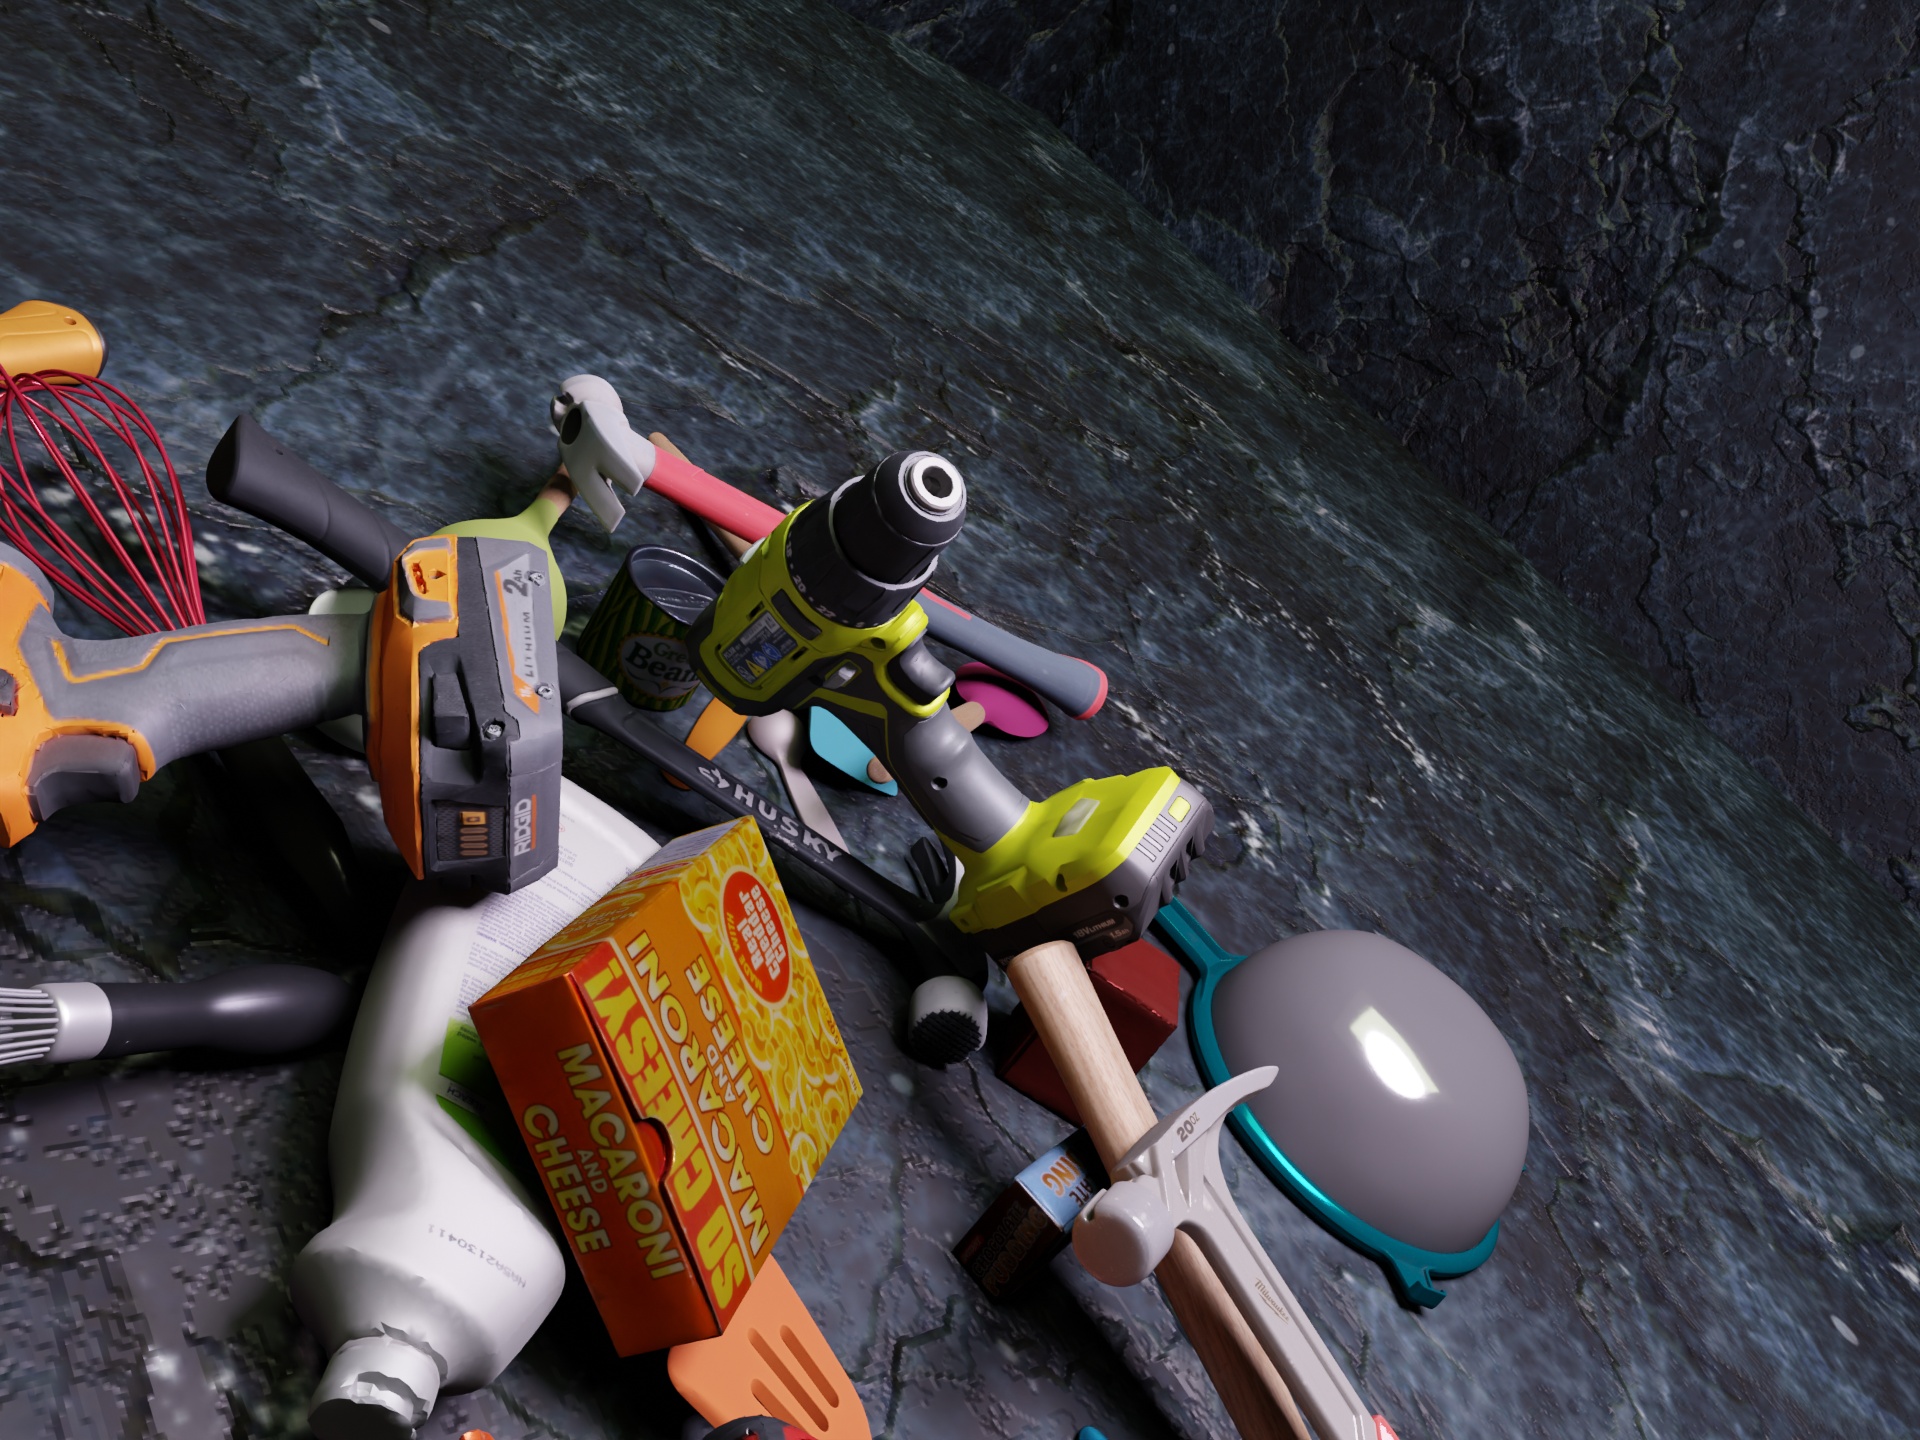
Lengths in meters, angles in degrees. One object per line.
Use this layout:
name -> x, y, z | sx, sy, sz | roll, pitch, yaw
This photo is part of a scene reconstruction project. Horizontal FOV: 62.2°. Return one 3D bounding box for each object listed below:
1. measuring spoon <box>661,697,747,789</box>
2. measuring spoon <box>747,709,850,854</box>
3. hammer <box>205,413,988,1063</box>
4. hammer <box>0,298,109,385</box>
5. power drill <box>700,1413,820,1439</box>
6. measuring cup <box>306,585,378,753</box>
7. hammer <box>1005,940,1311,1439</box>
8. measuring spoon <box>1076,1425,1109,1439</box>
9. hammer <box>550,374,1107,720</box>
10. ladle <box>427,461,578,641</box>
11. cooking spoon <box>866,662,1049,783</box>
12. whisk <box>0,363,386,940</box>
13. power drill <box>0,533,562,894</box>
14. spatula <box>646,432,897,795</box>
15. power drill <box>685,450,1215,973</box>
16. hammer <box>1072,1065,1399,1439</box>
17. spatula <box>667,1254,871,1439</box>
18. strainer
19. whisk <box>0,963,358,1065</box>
measuring spoon -> -0.126, 0.004, 0.818 | 0.021, 0.011, 0.117 | 34, 26, -5
measuring spoon -> -0.076, 0.036, 0.819 | 0.034, 0.018, 0.124 | 11, 37, -42
hammer -> -0.147, -0.001, 0.713 | 0.408, 0.036, 0.149 | 37, 25, -19
hammer -> -0.471, -0.132, 0.595 | 0.127, 0.034, 0.337 | 41, 26, 10
power drill -> 0.000, 0.298, 0.383 | 0.187, 0.080, 0.227 | 42, 11, -18
measuring cup -> -0.215, 0.014, 0.671 | 0.167, 0.038, 0.083 | 45, 25, 3
hammer -> 0.104, 0.237, 0.619 | 0.130, 0.031, 0.331 | 1, 57, -53
measuring spoon -> 0.065, 0.308, 0.556 | 0.042, 0.021, 0.129 | 13, 25, -27
hammer -> -0.052, -0.075, 0.917 | 0.386, 0.038, 0.143 | 26, 18, -34
ladle -> -0.226, -0.111, 0.866 | 0.078, 0.062, 0.320 | 30, 20, -14
cooking spoon -> 0.001, 0.000, 0.927 | 0.069, 0.017, 0.319 | 40, 17, 6
whisk -> -0.303, -0.034, 0.615 | 0.296, 0.073, 0.073 | 51, 29, 15
power drill -> -0.247, 0.008, 0.513 | 0.226, 0.084, 0.164 | -1, 44, -17
spatula -> -0.123, -0.080, 0.939 | 0.318, 0.044, 0.082 | 49, 10, 37
power drill -> -0.001, -0.002, 0.689 | 0.228, 0.190, 0.080 | 46, 54, -8
hammer -> 0.175, 0.302, 0.578 | 0.359, 0.036, 0.149 | 57, 31, 10
spatula -> 0.046, 0.281, 0.513 | 0.322, 0.041, 0.081 | 29, 16, 5
strainer -> 0.195, 0.142, 0.889 | 0.340, 0.095, 0.211 | 47, 28, 18
whisk -> -0.269, 0.083, 0.423 | 0.070, 0.070, 0.284 | 48, 12, 21
